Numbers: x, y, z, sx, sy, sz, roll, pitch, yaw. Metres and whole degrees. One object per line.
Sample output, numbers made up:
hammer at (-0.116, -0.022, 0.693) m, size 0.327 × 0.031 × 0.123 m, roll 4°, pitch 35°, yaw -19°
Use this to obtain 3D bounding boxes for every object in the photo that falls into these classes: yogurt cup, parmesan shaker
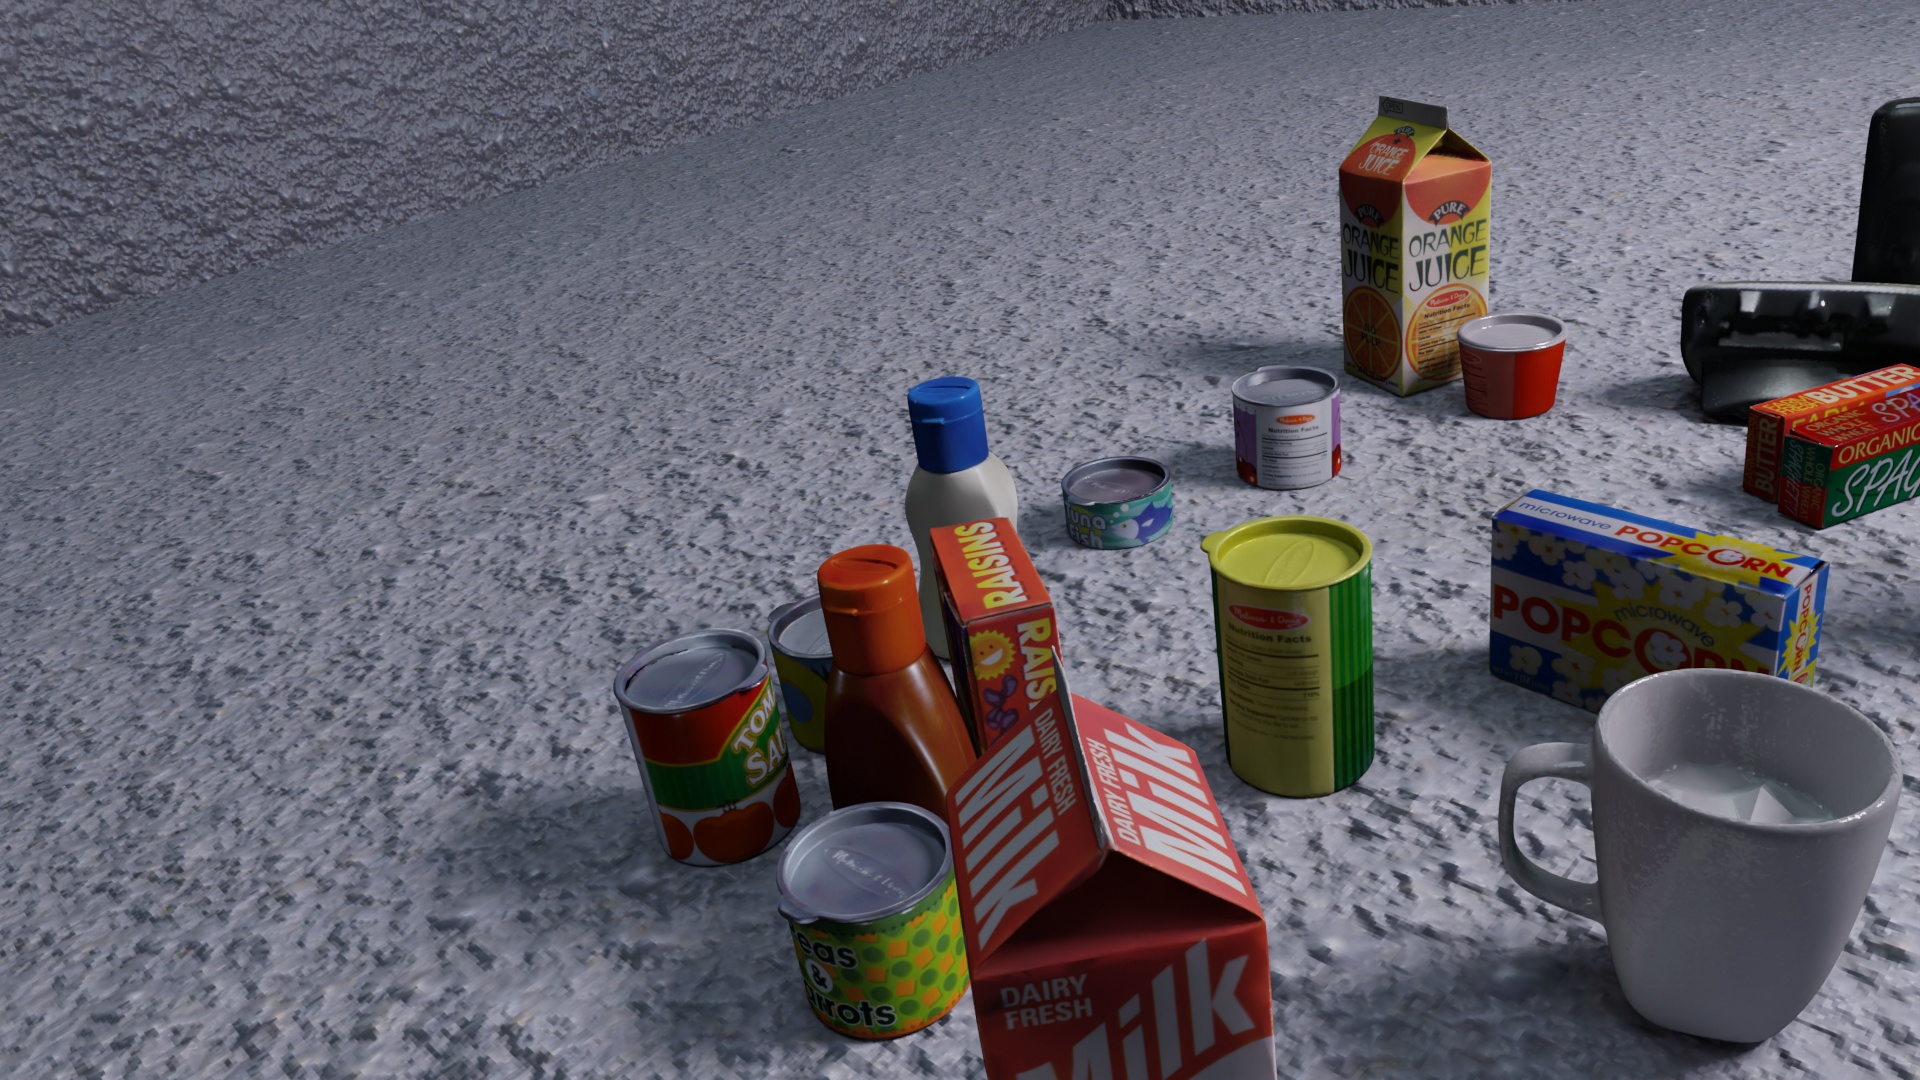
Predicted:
yogurt cup at (0.362, -0.114, 0.913) m, size 0.072 × 0.053 × 0.073 m, roll -7°, pitch 26°, yaw 4°
parmesan shaker at (0.141, 0.049, 0.598) m, size 0.071 × 0.102 × 0.071 m, roll -7°, pitch 26°, yaw 4°

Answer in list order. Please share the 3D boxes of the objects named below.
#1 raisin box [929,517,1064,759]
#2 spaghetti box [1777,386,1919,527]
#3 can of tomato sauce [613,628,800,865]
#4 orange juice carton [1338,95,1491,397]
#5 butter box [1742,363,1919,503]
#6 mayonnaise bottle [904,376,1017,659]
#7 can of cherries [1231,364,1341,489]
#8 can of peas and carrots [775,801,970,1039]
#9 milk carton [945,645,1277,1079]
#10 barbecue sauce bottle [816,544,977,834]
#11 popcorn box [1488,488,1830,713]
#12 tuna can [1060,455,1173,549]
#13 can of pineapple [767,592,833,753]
raisin box at (0.019, 0.063, 0.585) m, size 0.040 × 0.122 × 0.086 m, roll -12°, pitch 26°, yaw -5°
spaghetti box at (0.553, -0.065, 0.756) m, size 0.251 × 0.050 × 0.029 m, roll -16°, pitch 27°, yaw -15°
can of tomato sauce at (-0.109, 0.091, 0.615) m, size 0.071 × 0.082 × 0.071 m, roll -7°, pitch 26°, yaw 4°
orange juice carton at (0.312, -0.205, 0.956) m, size 0.073 × 0.191 × 0.072 m, roll -17°, pitch 27°, yaw -15°
butter box at (0.483, -0.059, 0.764) m, size 0.104 × 0.053 × 0.024 m, roll -15°, pitch 26°, yaw -11°
mayonnaise bottle at (0.003, -0.009, 0.708) m, size 0.065 × 0.147 × 0.041 m, roll 2°, pitch 28°, yaw 21°
can of cherries at (0.206, -0.072, 0.874) m, size 0.071 × 0.058 × 0.072 m, roll -7°, pitch 26°, yaw 4°
can of peas and carrots at (-0.032, 0.142, 0.516) m, size 0.071 × 0.058 × 0.071 m, roll -7°, pitch 26°, yaw 4°
milk carton at (0.041, 0.126, 0.375) m, size 0.073 × 0.189 × 0.072 m, roll -10°, pitch 26°, yaw -1°
barbecue sauce bottle at (-0.026, 0.075, 0.548) m, size 0.065 × 0.148 × 0.044 m, roll 6°, pitch 29°, yaw 28°
popcorn box at (0.293, 0.035, 0.598) m, size 0.038 × 0.085 × 0.127 m, roll -26°, pitch 31°, yaw -32°
tuna can at (0.093, -0.022, 0.837) m, size 0.071 × 0.032 × 0.071 m, roll -7°, pitch 26°, yaw 4°
can of pineapple at (-0.058, 0.063, 0.685) m, size 0.071 × 0.057 × 0.071 m, roll -7°, pitch 26°, yaw 4°
